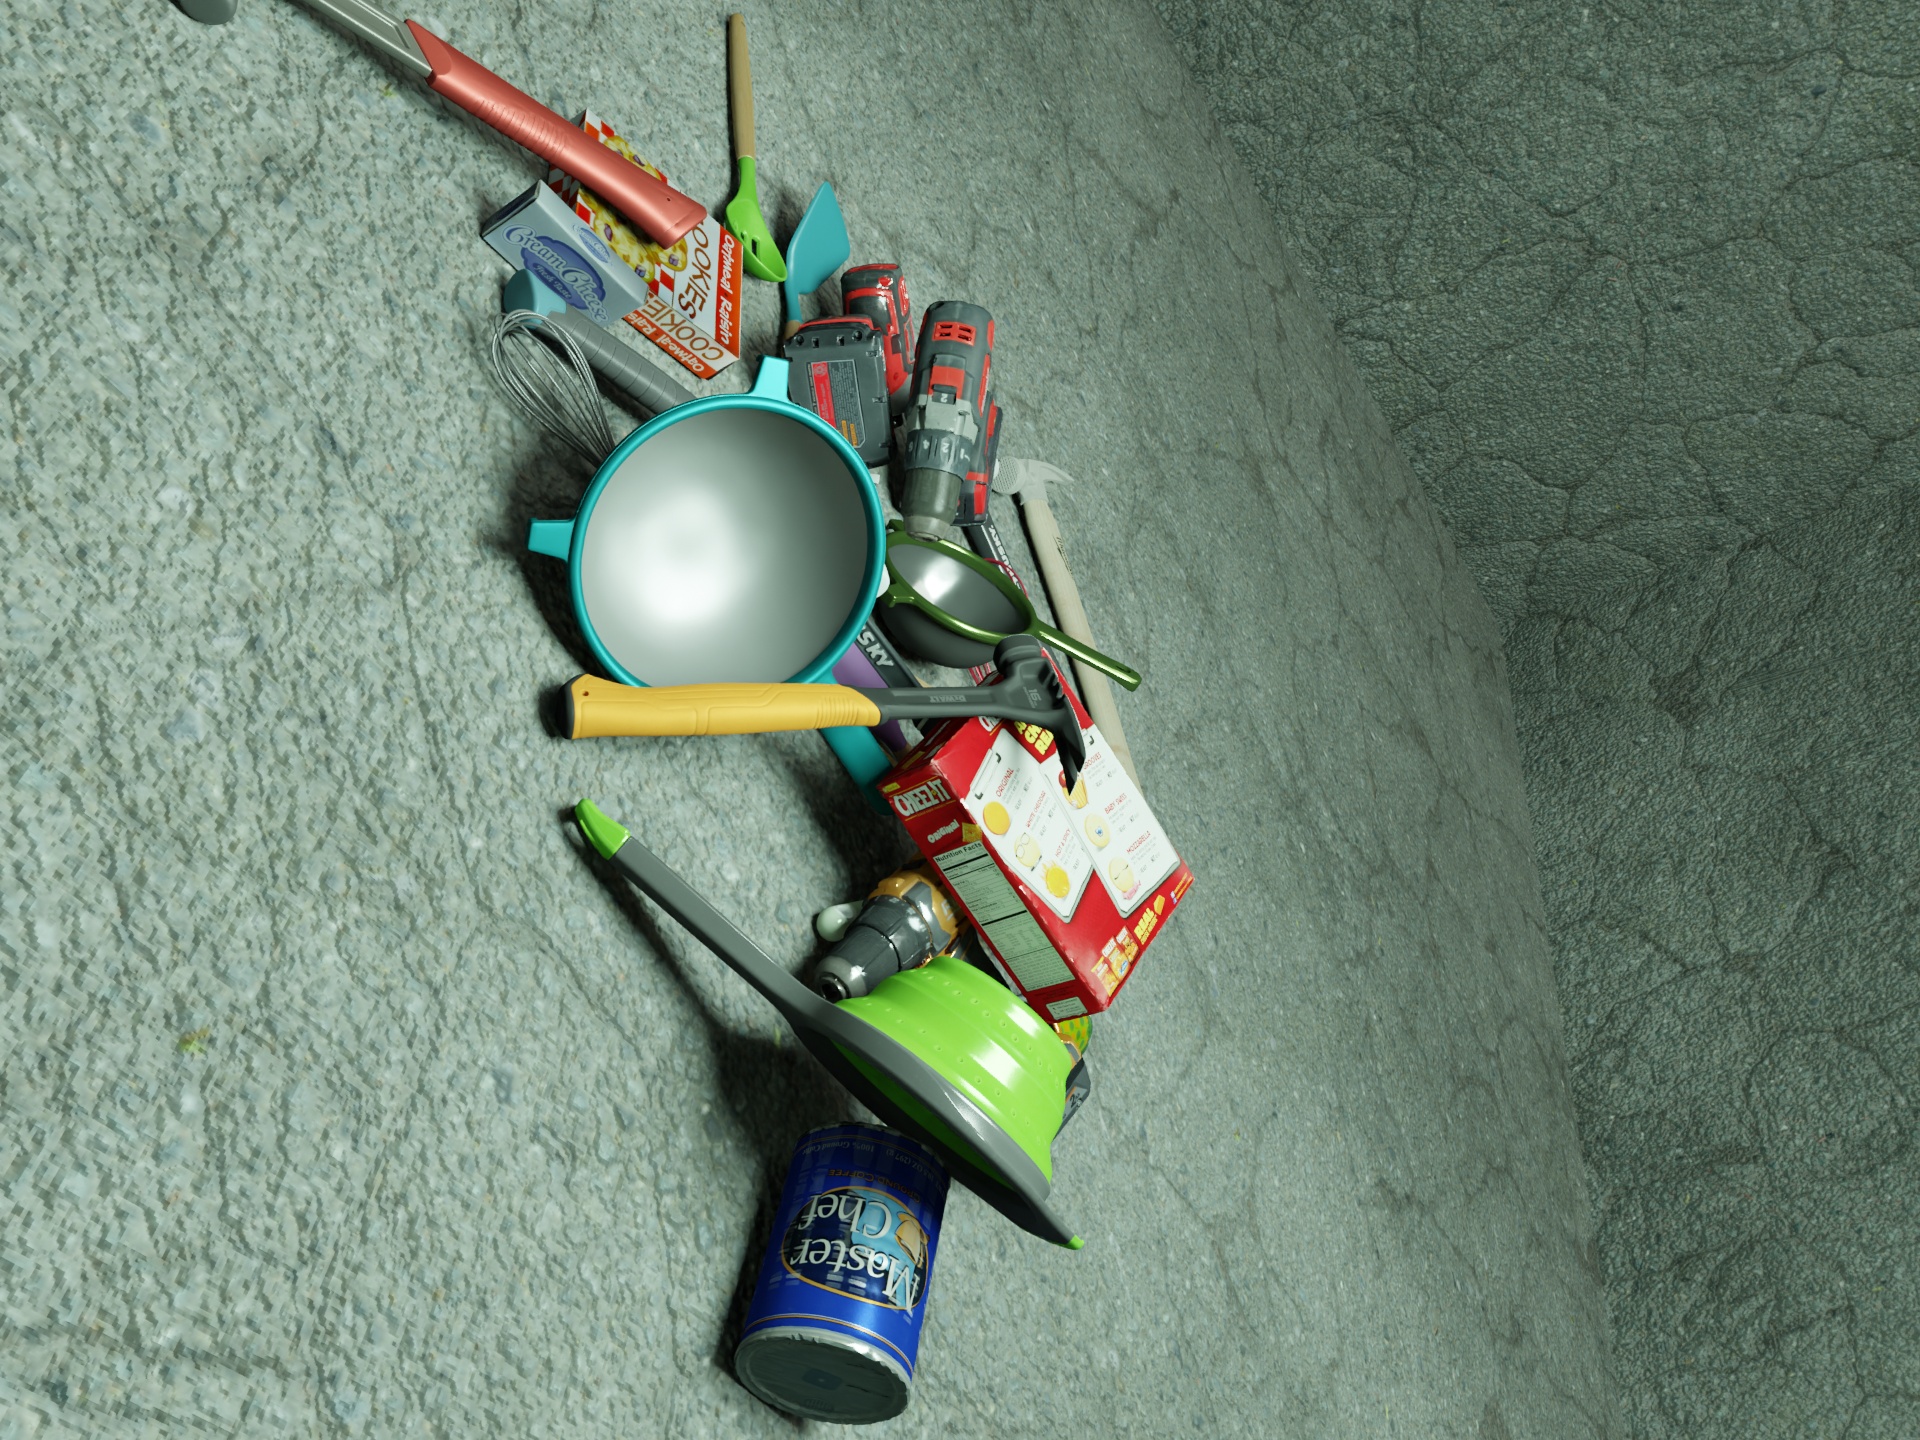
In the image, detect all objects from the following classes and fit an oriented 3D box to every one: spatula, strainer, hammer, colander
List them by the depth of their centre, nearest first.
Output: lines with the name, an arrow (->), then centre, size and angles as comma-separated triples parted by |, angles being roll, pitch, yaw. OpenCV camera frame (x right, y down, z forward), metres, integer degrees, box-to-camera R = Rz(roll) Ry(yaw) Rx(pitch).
colander -> -0.060, 0.158, 0.971 | 0.397, 0.204, 0.094 | 42, 71, -6
hammer -> -0.084, -0.003, 1.011 | 0.336, 0.034, 0.127 | -1, 45, -23
hammer -> -0.316, -0.417, 1.029 | 0.358, 0.036, 0.149 | 23, 52, -41
strainer -> -0.135, -0.070, 1.071 | 0.095, 0.211, 0.340 | 38, -17, 53
hammer -> -0.180, -0.209, 1.134 | 0.330, 0.033, 0.128 | 33, 27, -36
hammer -> -0.031, -0.020, 1.202 | 0.408, 0.149, 0.036 | 52, 30, -32
spatula -> -0.034, 0.039, 1.273 | 0.060, 0.018, 0.315 | -41, 116, -20
spatula -> -0.130, -0.312, 1.323 | 0.082, 0.044, 0.318 | 70, 18, -56
strainer -> 0.031, -0.068, 1.349 | 0.256, 0.069, 0.152 | 26, 27, -15
hammer -> 0.059, -0.092, 1.516 | 0.334, 0.035, 0.146 | 65, 28, -8
hammer -> 0.129, -0.070, 1.621 | 0.146, 0.038, 0.411 | -4, 76, -62

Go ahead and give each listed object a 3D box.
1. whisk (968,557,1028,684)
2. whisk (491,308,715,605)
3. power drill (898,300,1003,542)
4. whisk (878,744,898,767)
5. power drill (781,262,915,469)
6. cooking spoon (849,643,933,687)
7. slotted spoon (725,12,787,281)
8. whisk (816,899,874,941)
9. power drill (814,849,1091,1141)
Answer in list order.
whisk -> 0.043, -0.003, 1.406 | 0.073, 0.073, 0.296 | 8, 70, -58
whisk -> -0.232, -0.169, 1.057 | 0.238, 0.055, 0.055 | 58, 30, -29
power drill -> -0.013, -0.221, 1.314 | 0.226, 0.080, 0.188 | 85, 14, -83
whisk -> -0.015, 0.077, 1.203 | 0.245, 0.051, 0.047 | 44, 39, -5
power drill -> -0.081, -0.291, 1.335 | 0.220, 0.078, 0.143 | -74, 159, -61
cooking spoon -> -0.002, -0.004, 1.308 | 0.318, 0.017, 0.069 | 32, 44, -32
slotted spoon -> -0.185, -0.498, 1.371 | 0.070, 0.031, 0.314 | 30, 45, -50
whisk -> -0.028, 0.140, 1.207 | 0.058, 0.059, 0.246 | 40, 22, 26
power drill -> -0.007, 0.210, 1.127 | 0.185, 0.084, 0.226 | -38, 111, -48
